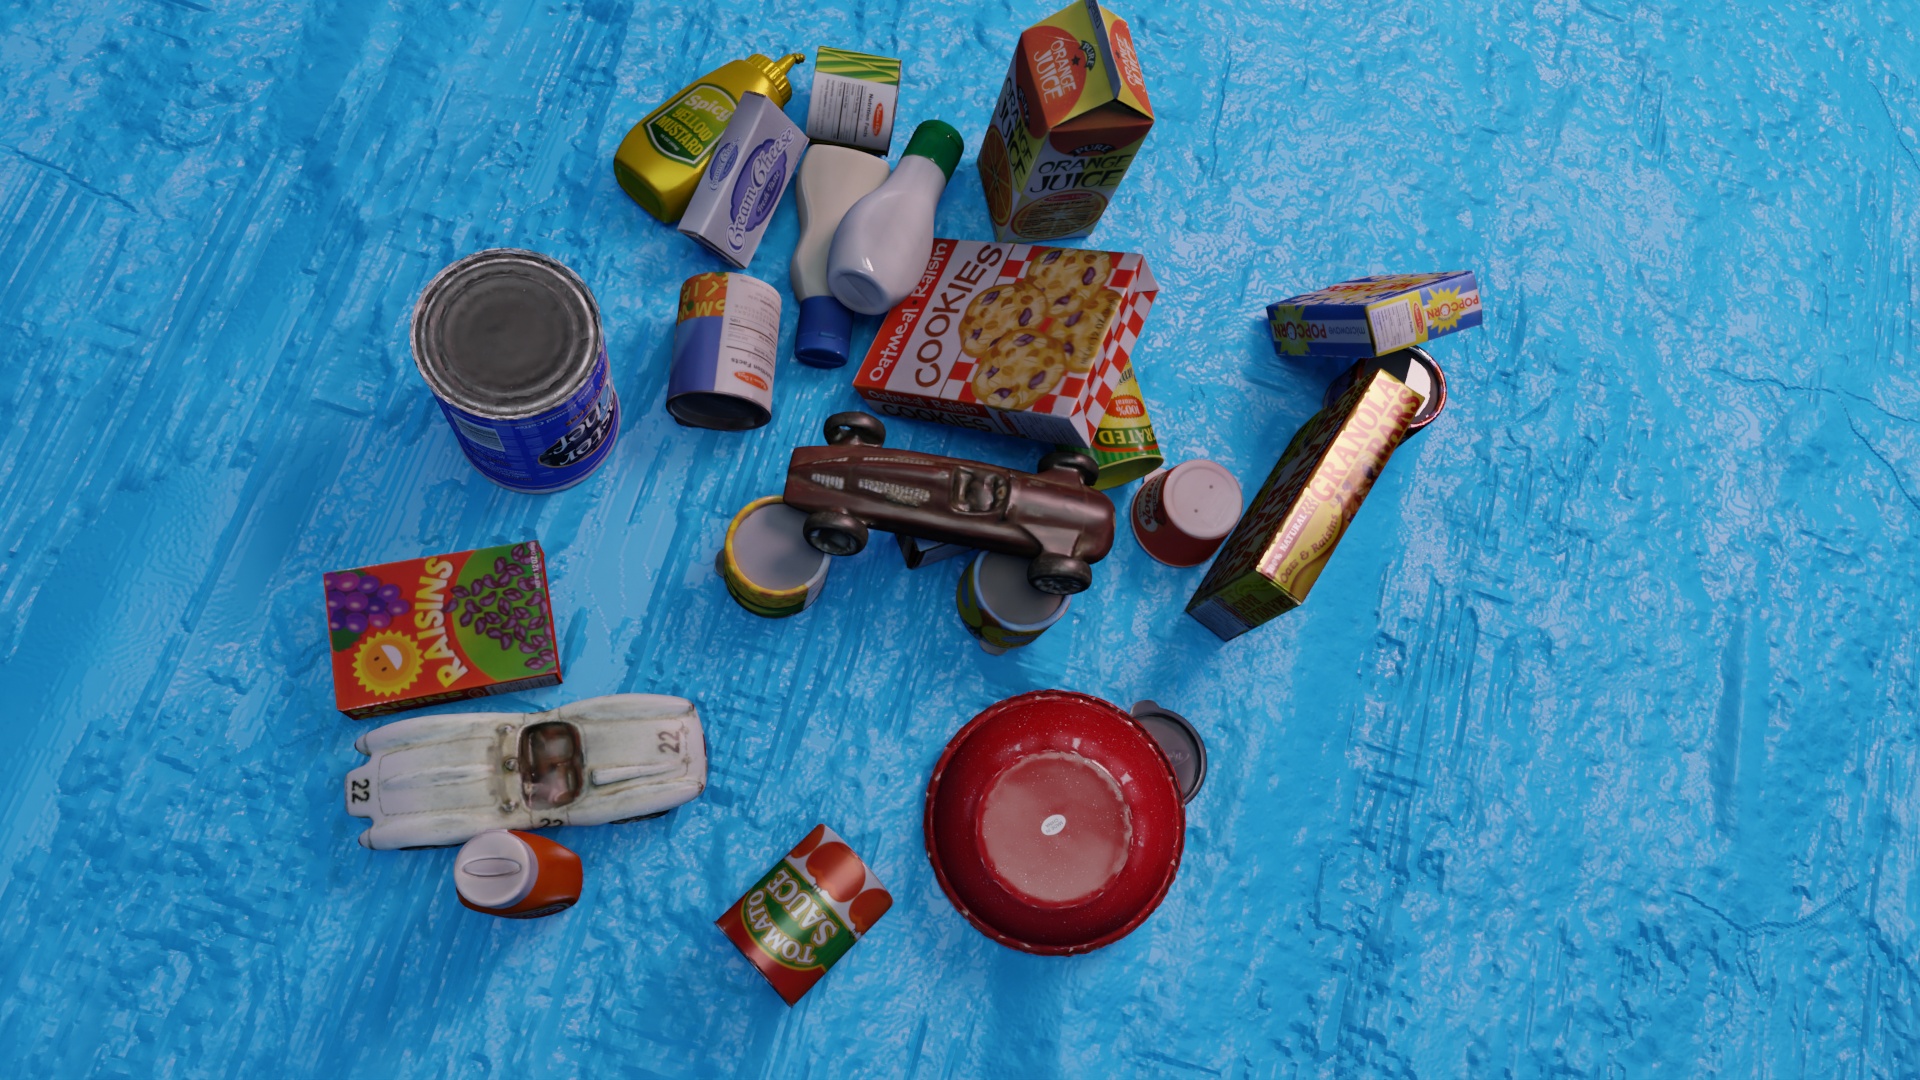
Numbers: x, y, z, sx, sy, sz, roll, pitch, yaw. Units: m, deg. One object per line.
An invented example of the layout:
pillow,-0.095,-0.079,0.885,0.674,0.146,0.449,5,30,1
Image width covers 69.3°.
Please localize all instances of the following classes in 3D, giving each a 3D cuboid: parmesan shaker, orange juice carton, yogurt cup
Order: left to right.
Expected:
orange juice carton,0.069,-0.271,0.904,0.073,0.192,0.072,-9,76,-13
parmesan shaker,0.086,-0.090,0.921,0.071,0.071,0.103,-13,77,-13
yogurt cup,0.152,-0.021,0.921,0.072,0.053,0.072,3,75,-10

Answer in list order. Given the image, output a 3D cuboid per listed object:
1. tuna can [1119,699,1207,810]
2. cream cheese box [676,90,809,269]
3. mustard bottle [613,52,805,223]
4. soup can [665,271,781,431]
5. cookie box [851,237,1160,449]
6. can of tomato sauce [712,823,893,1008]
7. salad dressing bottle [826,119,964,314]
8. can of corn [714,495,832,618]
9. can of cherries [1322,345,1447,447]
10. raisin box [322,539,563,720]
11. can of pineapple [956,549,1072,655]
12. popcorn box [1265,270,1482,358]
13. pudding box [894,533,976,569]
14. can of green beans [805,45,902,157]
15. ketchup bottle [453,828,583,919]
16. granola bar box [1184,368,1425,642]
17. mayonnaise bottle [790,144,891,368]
tuna can,0.119,0.138,0.881,0.071,0.032,0.071,3,74,-9
cream cheese box,-0.142,-0.237,0.917,0.024,0.053,0.104,23,86,31
mustard bottle,-0.162,-0.286,0.943,0.065,0.048,0.161,39,72,6
soup can,-0.153,-0.120,0.891,0.071,0.071,0.084,5,73,-9
cookie box,0.027,-0.130,0.890,0.167,0.040,0.123,12,68,33
can of tomato sauce,-0.090,0.215,0.803,0.083,0.071,0.071,-42,85,-18
salad dressing bottle,-0.039,-0.216,0.917,0.064,0.044,0.148,44,55,-31
can of corn,-0.116,0.010,0.862,0.071,0.058,0.071,3,74,-10
can of cherries,0.295,-0.096,0.965,0.071,0.058,0.071,3,74,-9
raisin box,-0.307,0.052,0.827,0.123,0.040,0.086,-9,77,-14
can of pineapple,0.034,0.033,0.883,0.071,0.057,0.071,3,74,-10
popcorn box,0.278,-0.153,0.943,0.085,0.127,0.038,-19,104,-14
pudding box,0.003,-0.011,0.894,0.084,0.049,0.030,-18,77,-14
can of green beans,-0.074,-0.301,0.954,0.058,0.071,0.071,8,74,-7
ketchup bottle,-0.241,0.179,0.745,0.065,0.148,0.043,0,74,-10
granola bar box,0.219,-0.021,0.896,0.039,0.124,0.166,36,72,0
mayonnaise bottle,-0.085,-0.190,0.934,0.065,0.041,0.148,10,74,-14
